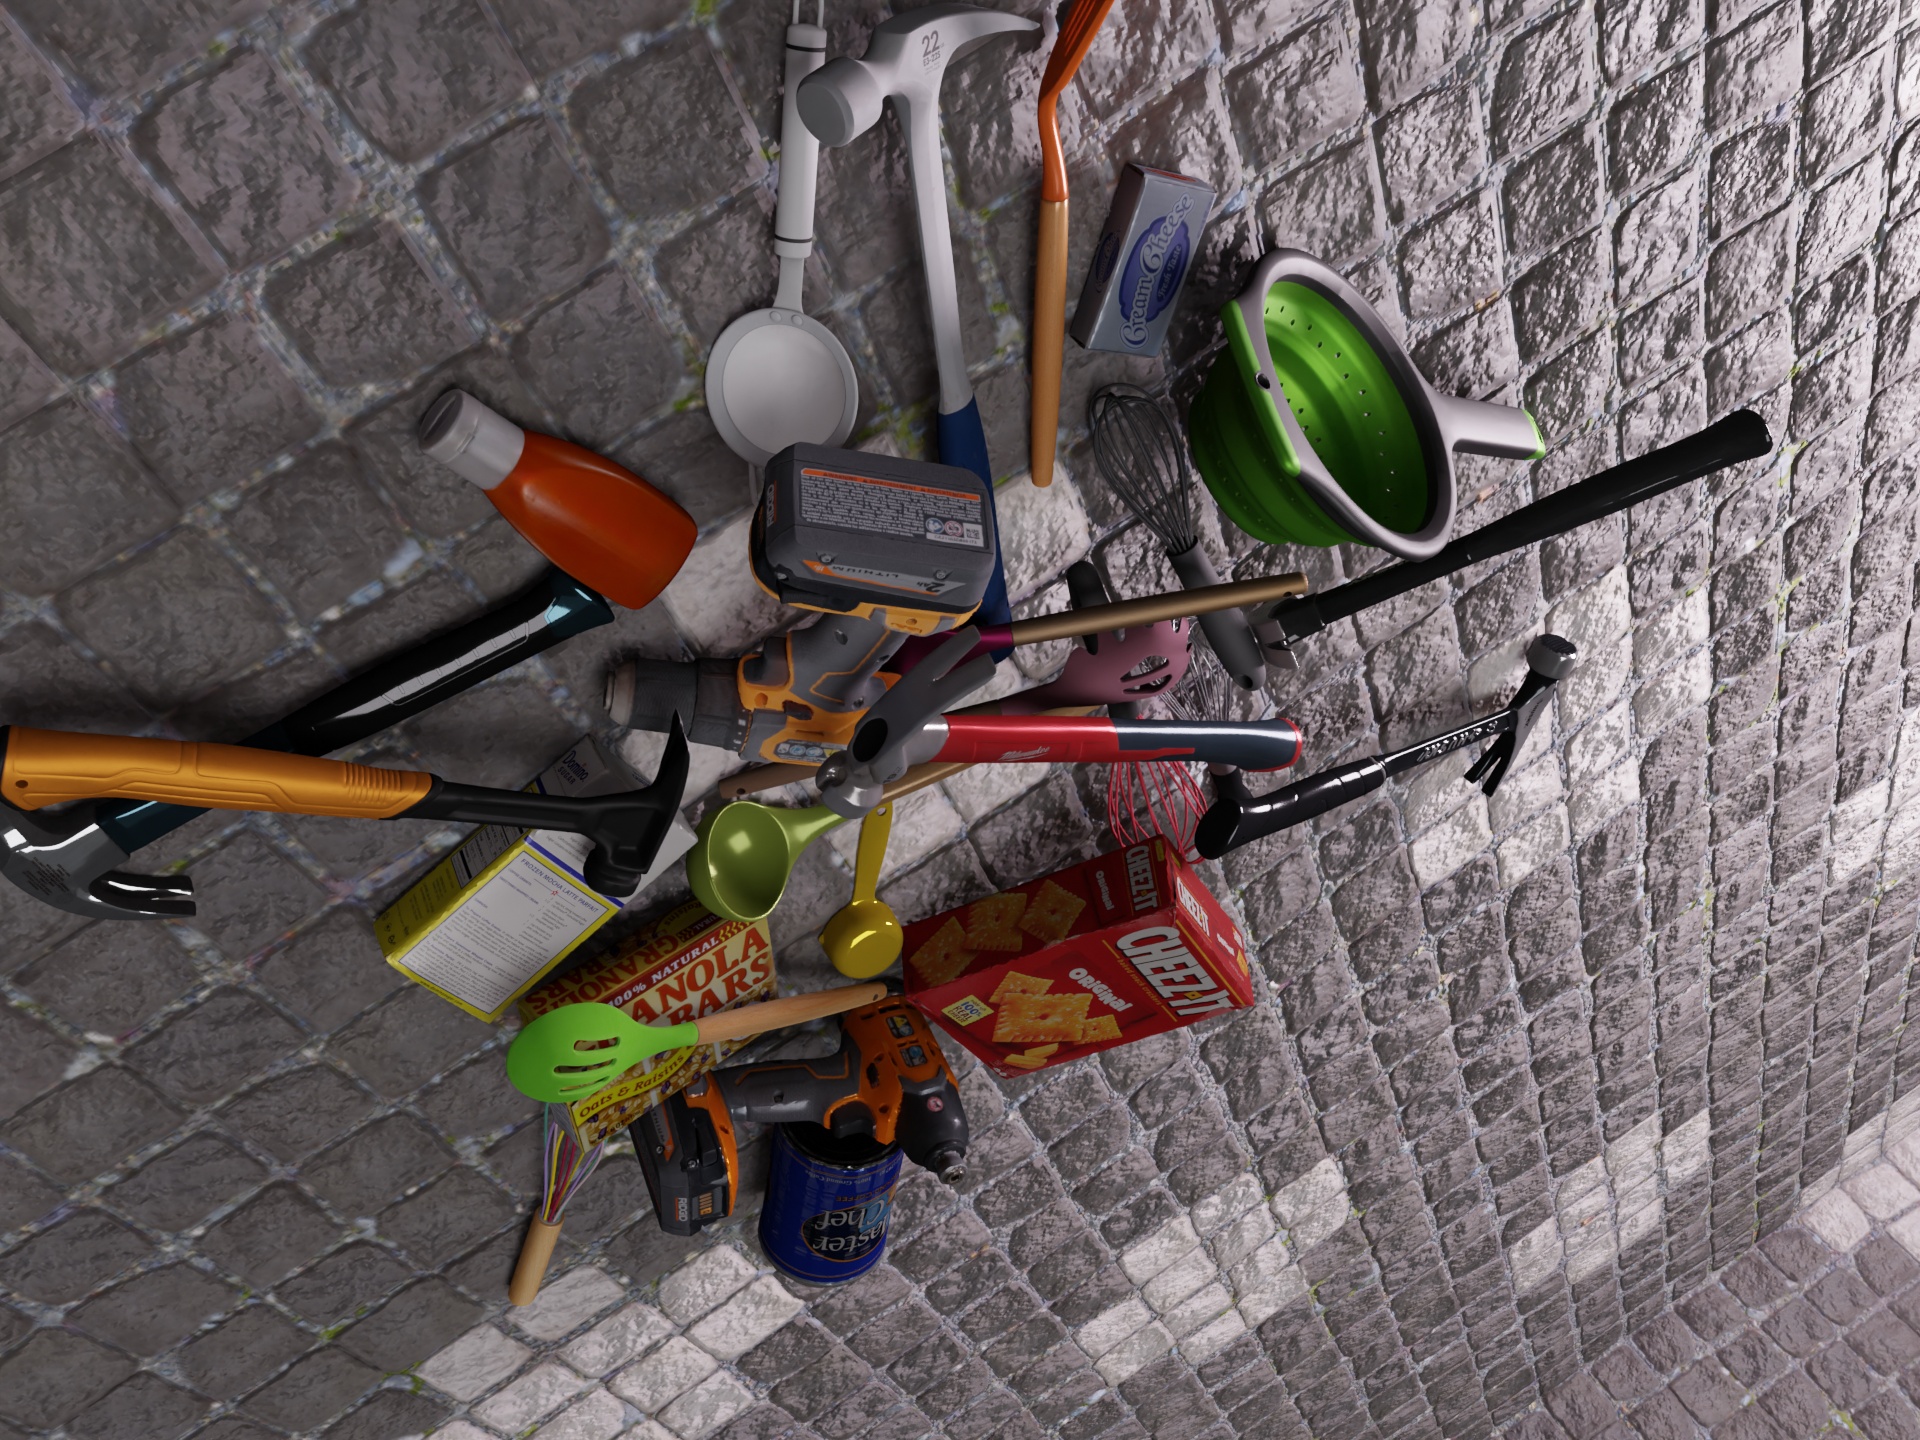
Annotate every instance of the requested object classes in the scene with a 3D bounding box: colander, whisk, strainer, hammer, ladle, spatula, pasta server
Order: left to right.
[{"bbox_3d":[-0.342,0.004,0.846,0.331,0.033,0.128,-28,133,-10],"label":"hammer"},{"bbox_3d":[-0.310,0.032,0.827,0.336,0.034,0.127,8,129,-31],"label":"hammer"},{"bbox_3d":[-0.293,0.342,1.139,0.051,0.047,0.244,18,121,-10],"label":"whisk"},{"bbox_3d":[-0.084,-0.235,0.811,0.087,0.050,0.258,14,120,12],"label":"strainer"},{"bbox_3d":[-0.033,0.043,1.053,0.320,0.062,0.078,-23,105,-18],"label":"ladle"},{"bbox_3d":[-0.002,-0.003,1.011,0.316,0.040,0.060,-16,125,1],"label":"pasta server"},{"bbox_3d":[0.001,-0.189,0.881,0.144,0.035,0.405,-45,146,-30],"label":"hammer"},{"bbox_3d":[0.060,-0.263,0.871,0.041,0.081,0.322,2,133,1],"label":"spatula"},{"bbox_3d":[0.099,0.004,0.976,0.386,0.038,0.143,1,146,-44],"label":"hammer"},{"bbox_3d":[0.117,0.007,1.095,0.073,0.073,0.295,-29,131,-8],"label":"whisk"},{"bbox_3d":[0.144,-0.110,1.006,0.055,0.055,0.238,-34,119,-3],"label":"whisk"},{"bbox_3d":[0.184,0.008,1.162,0.070,0.070,0.284,-33,140,-4],"label":"whisk"},{"bbox_3d":[0.261,-0.179,1.027,0.094,0.205,0.397,-28,165,40],"label":"colander"},{"bbox_3d":[0.329,0.038,1.230,0.409,0.036,0.149,-16,135,-36],"label":"hammer"},{"bbox_3d":[0.341,-0.115,1.017,0.335,0.146,0.035,-23,98,22],"label":"hammer"}]

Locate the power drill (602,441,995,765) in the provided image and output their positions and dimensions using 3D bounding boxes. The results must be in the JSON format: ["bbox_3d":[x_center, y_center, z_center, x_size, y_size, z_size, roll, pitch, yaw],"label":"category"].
[{"bbox_3d":[-0.092,-0.050,0.877,0.185,0.084,0.226,6,146,-17],"label":"power drill"}]

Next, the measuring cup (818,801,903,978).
[{"bbox_3d":[-0.060,0.119,1.112,0.062,0.029,0.156,-8,128,-26],"label":"measuring cup"}]

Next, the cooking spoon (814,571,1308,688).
[{"bbox_3d":[0.056,-0.057,0.975,0.319,0.017,0.068,-10,143,-2],"label":"cooking spoon"}]

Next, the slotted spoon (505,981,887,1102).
[{"bbox_3d":[-0.157,0.200,1.047,0.313,0.031,0.070,-2,116,-51],"label":"slotted spoon"}]

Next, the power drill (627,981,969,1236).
[{"bbox_3d":[-0.109,0.280,1.119,0.226,0.164,0.084,-11,131,-21],"label":"power drill"}]
